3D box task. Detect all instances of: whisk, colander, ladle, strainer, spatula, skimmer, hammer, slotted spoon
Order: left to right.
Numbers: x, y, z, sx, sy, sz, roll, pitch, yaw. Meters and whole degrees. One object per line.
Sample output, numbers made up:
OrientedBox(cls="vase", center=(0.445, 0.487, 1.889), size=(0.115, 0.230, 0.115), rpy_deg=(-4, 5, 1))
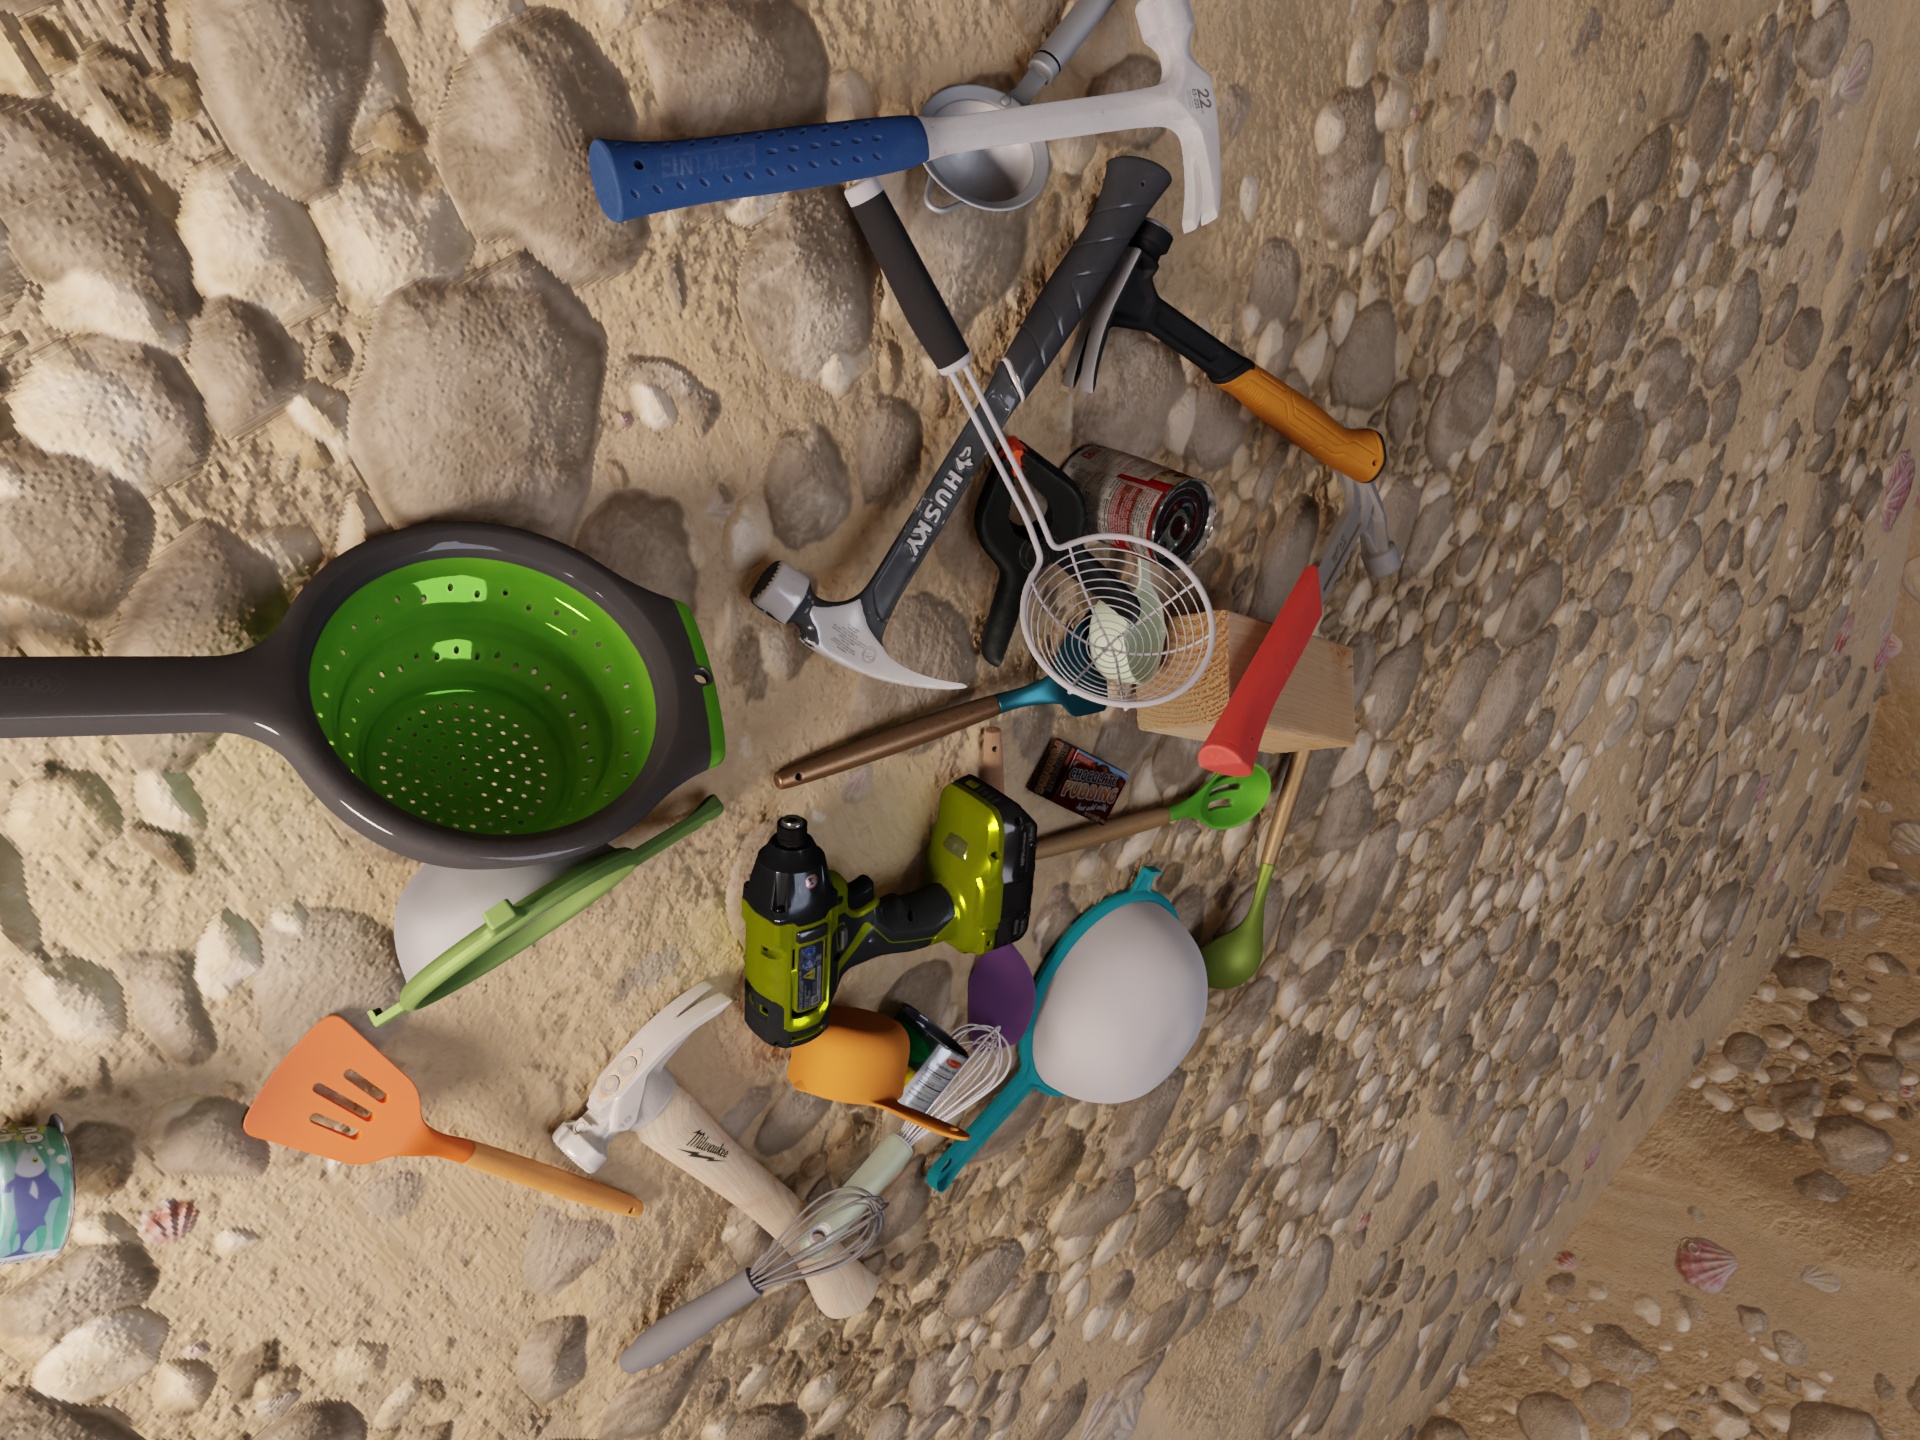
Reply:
OrientedBox(cls="colander", center=(-0.322, 0.006, 0.788), size=(0.397, 0.205, 0.094), rpy_deg=(-2, 148, -29))
OrientedBox(cls="spatula", center=(-0.304, 0.274, 1.014), size=(0.081, 0.041, 0.322), rpy_deg=(-54, 143, -8))
OrientedBox(cls="strainer", center=(-0.236, 0.077, 0.938), size=(0.151, 0.069, 0.256), rpy_deg=(-36, 178, 36))
OrientedBox(cls="whisk", center=(-0.154, 0.418, 1.179), size=(0.239, 0.055, 0.055), rpy_deg=(-34, 138, 4))
OrientedBox(cls="hammer", center=(-0.148, 0.352, 1.209), size=(0.146, 0.038, 0.410), rpy_deg=(-48, 138, -17))
OrientedBox(cls="whisk", center=(-0.043, 0.334, 1.275), size=(0.246, 0.058, 0.059), rpy_deg=(-44, 164, -30))
OrientedBox(cls="hammer", center=(-0.012, -0.329, 0.911), size=(0.405, 0.035, 0.144), rpy_deg=(-19, 97, -28))
OrientedBox(cls="spatula", center=(-0.002, -0.004, 1.165), size=(0.317, 0.044, 0.082), rpy_deg=(-19, 109, -31))
OrientedBox(cls="spatula", center=(0.031, 0.143, 1.286), size=(0.059, 0.018, 0.315), rpy_deg=(-10, 121, -13))
OrientedBox(cls="hammer", center=(0.029, -0.205, 1.049), size=(0.149, 0.036, 0.409), rpy_deg=(35, 79, -20))
OrientedBox(cls="skimmer", center=(0.041, -0.169, 0.981), size=(0.127, 0.090, 0.363), rpy_deg=(-40, 114, -21))
OrientedBox(cls="strainer", center=(0.048, -0.398, 0.988), size=(0.087, 0.050, 0.258), rpy_deg=(37, 74, -7))
OrientedBox(cls="strainer", center=(0.114, 0.305, 1.408), size=(0.340, 0.095, 0.210), rpy_deg=(-43, 137, -22))
OrientedBox(cls="slotted spoon", center=(0.161, 0.085, 1.387), size=(0.313, 0.031, 0.070), rpy_deg=(-11, 120, -40))
OrientedBox(cls="hammer", center=(0.218, -0.249, 1.213), size=(0.336, 0.034, 0.127), rpy_deg=(20, 95, -40))
OrientedBox(cls="ladle", center=(0.295, 0.109, 1.537), size=(0.078, 0.062, 0.320), rpy_deg=(13, 95, -49))
OrientedBox(cls="hammer", center=(0.269, -0.090, 1.279), size=(0.149, 0.037, 0.359), rpy_deg=(59, 46, -26))

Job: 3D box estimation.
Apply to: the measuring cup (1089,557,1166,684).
OrientedBox(cls="measuring cup", center=(0.127, -0.112, 1.239), size=(0.083, 0.038, 0.167), rpy_deg=(-14, 104, -59))

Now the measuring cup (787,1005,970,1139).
OrientedBox(cls="measuring cup", center=(-0.052, 0.251, 1.147), size=(0.095, 0.174, 0.052), rpy_deg=(6, 95, -45))

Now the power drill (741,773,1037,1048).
OrientedBox(cls="power drill", center=(-0.054, 0.124, 1.149), size=(0.223, 0.080, 0.171), rpy_deg=(-16, 123, -36))
